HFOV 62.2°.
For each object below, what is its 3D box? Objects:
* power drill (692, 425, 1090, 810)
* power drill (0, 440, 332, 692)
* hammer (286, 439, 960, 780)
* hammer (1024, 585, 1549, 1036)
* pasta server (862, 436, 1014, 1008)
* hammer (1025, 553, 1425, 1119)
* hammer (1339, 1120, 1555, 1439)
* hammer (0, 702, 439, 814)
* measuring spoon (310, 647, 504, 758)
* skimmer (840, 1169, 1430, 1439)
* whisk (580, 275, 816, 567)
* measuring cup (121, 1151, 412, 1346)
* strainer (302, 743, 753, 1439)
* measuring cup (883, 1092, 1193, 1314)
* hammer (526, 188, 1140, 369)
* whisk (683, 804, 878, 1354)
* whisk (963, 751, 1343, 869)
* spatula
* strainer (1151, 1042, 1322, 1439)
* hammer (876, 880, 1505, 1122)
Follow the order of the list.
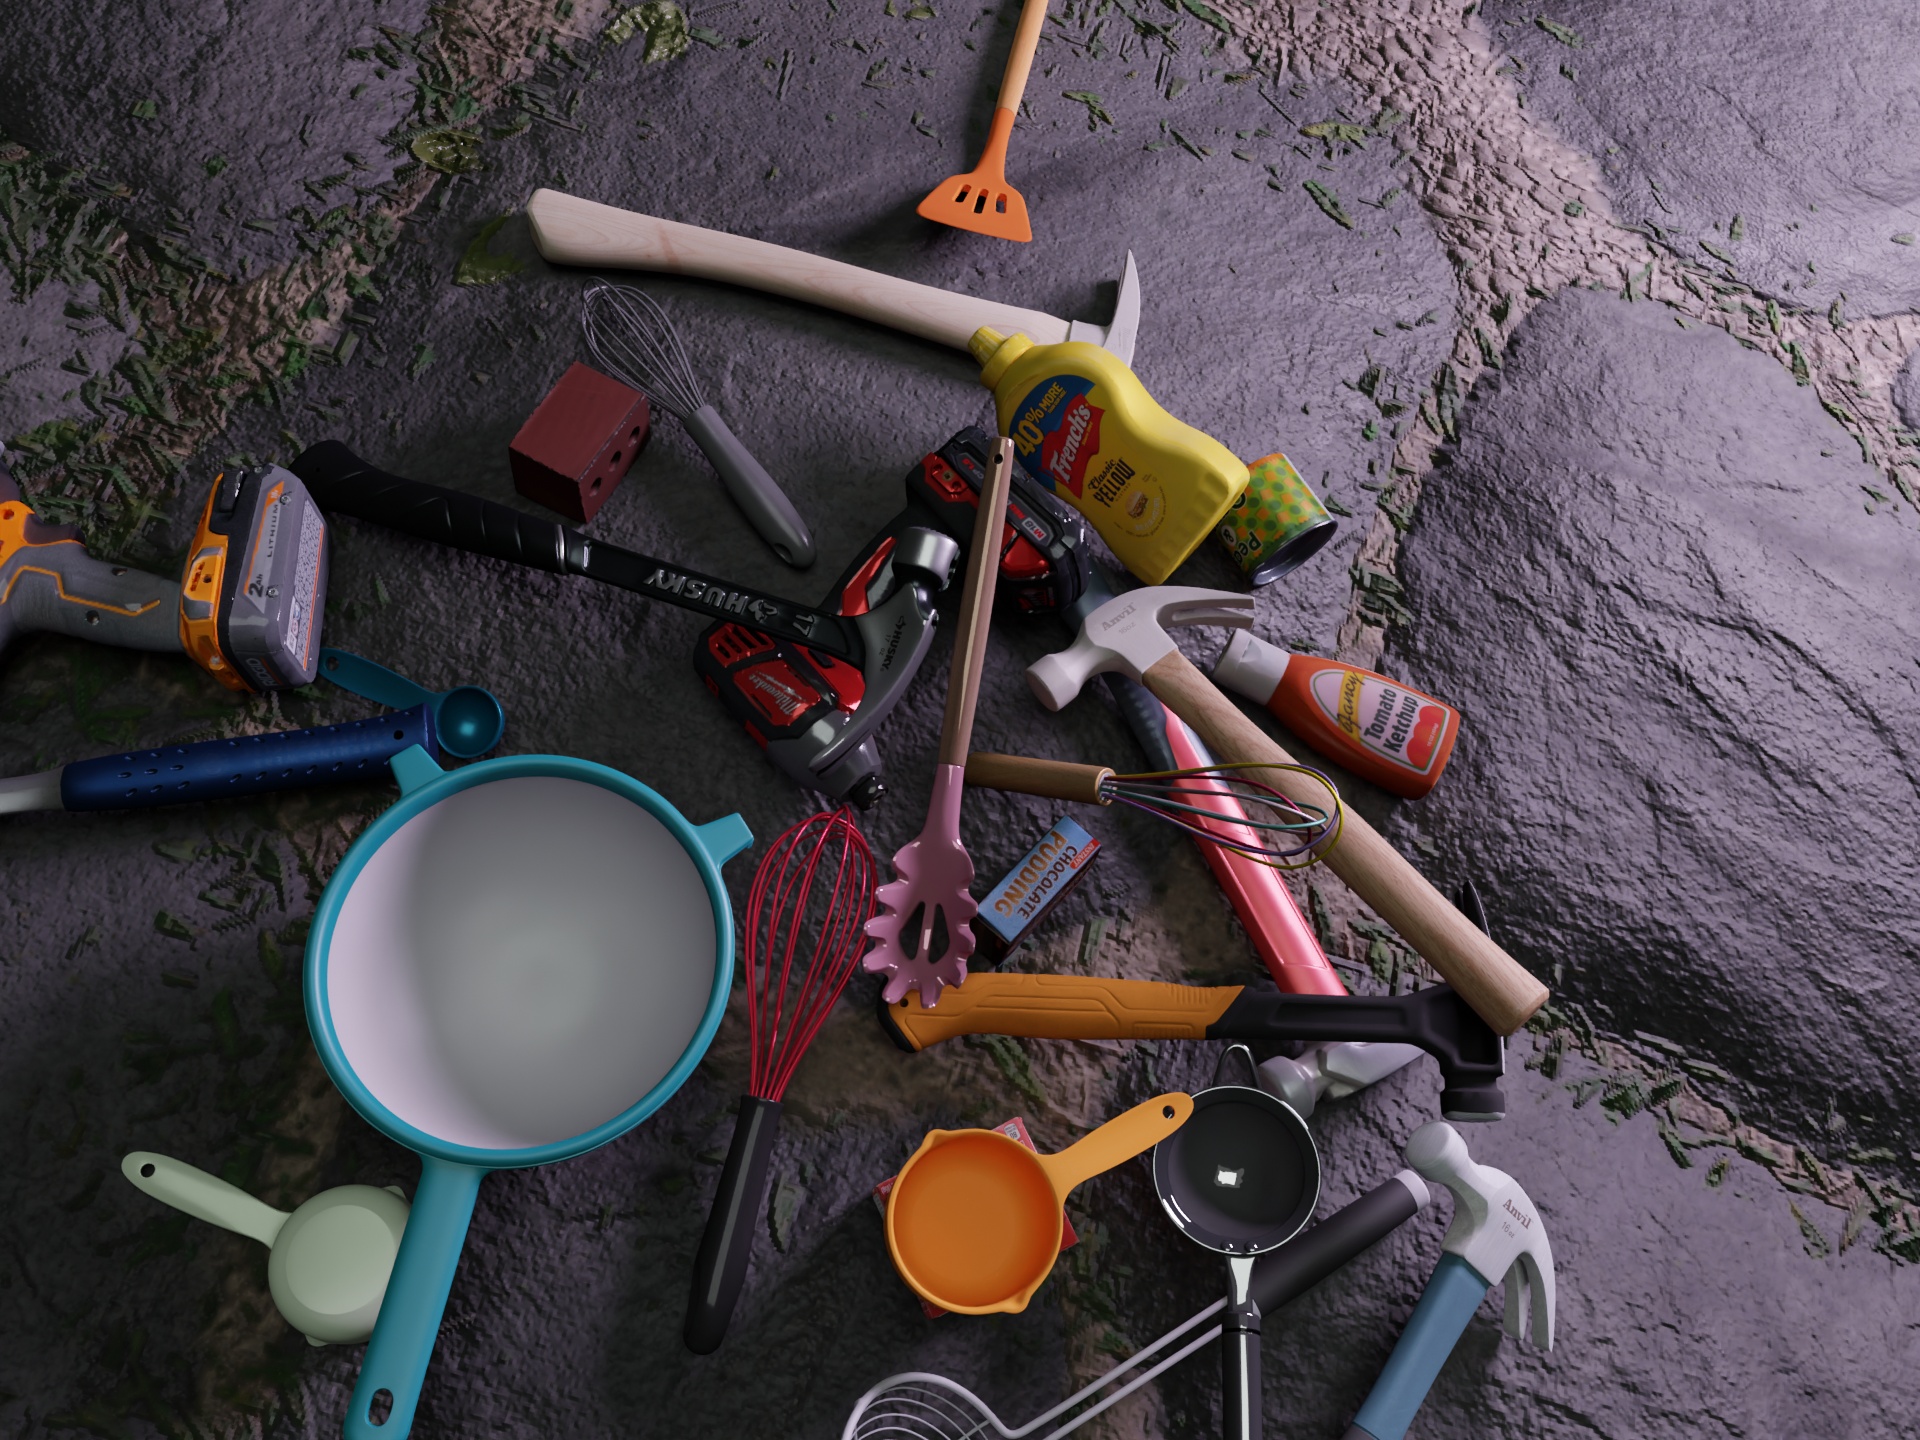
[{"bbox_3d":[-0.034,-0.055,0.934,0.219,0.078,0.143,-41,73,-8],"label":"power drill"},{"bbox_3d":[-0.484,-0.092,0.899,0.226,0.084,0.164,-1,67,-5],"label":"power drill"},{"bbox_3d":[-0.213,-0.088,0.915,0.409,0.036,0.149,17,78,13],"label":"hammer"},{"bbox_3d":[0.189,0.042,0.883,0.130,0.031,0.332,-37,63,-13],"label":"hammer"},{"bbox_3d":[-0.001,-0.003,0.871,0.060,0.040,0.316,9,85,6],"label":"pasta server"},{"bbox_3d":[0.157,0.038,0.959,0.143,0.038,0.387,-22,72,-18],"label":"hammer"},{"bbox_3d":[0.201,0.376,0.806,0.128,0.033,0.331,43,72,-18],"label":"hammer"},{"bbox_3d":[-0.493,0.044,0.856,0.405,0.035,0.144,-8,68,-9],"label":"hammer"},{"bbox_3d":[-0.320,-0.015,0.926,0.128,0.021,0.042,22,90,11],"label":"measuring spoon"},{"bbox_3d":[0.103,0.323,0.801,0.363,0.090,0.127,-26,71,-18],"label":"skimmer"},{"bbox_3d":[-0.167,-0.188,1.007,0.055,0.055,0.239,-35,81,-20],"label":"whisk"},{"bbox_3d":[-0.346,0.252,0.793,0.167,0.038,0.083,24,66,0],"label":"measuring cup"},{"bbox_3d":[-0.235,0.189,0.809,0.211,0.095,0.341,12,68,0],"label":"strainer"},{"bbox_3d":[0.041,0.238,0.816,0.173,0.052,0.095,-24,74,-18],"label":"measuring cup"},{"bbox_3d":[-0.083,-0.299,1.068,0.410,0.038,0.146,14,65,-2],"label":"hammer"},{"bbox_3d":[-0.101,0.183,0.850,0.073,0.073,0.296,14,71,-2],"label":"whisk"},{"bbox_3d":[0.097,0.043,0.874,0.051,0.245,0.047,-32,119,-43],"label":"whisk"},{"bbox_3d":[0.039,-0.462,1.152,0.081,0.041,0.323,14,65,-1],"label":"spatula"},{"bbox_3d":[0.137,0.292,0.790,0.087,0.050,0.259,1,59,6],"label":"strainer"},{"bbox_3d":[0.123,0.152,0.872,0.337,0.034,0.127,0,72,4],"label":"hammer"}]
